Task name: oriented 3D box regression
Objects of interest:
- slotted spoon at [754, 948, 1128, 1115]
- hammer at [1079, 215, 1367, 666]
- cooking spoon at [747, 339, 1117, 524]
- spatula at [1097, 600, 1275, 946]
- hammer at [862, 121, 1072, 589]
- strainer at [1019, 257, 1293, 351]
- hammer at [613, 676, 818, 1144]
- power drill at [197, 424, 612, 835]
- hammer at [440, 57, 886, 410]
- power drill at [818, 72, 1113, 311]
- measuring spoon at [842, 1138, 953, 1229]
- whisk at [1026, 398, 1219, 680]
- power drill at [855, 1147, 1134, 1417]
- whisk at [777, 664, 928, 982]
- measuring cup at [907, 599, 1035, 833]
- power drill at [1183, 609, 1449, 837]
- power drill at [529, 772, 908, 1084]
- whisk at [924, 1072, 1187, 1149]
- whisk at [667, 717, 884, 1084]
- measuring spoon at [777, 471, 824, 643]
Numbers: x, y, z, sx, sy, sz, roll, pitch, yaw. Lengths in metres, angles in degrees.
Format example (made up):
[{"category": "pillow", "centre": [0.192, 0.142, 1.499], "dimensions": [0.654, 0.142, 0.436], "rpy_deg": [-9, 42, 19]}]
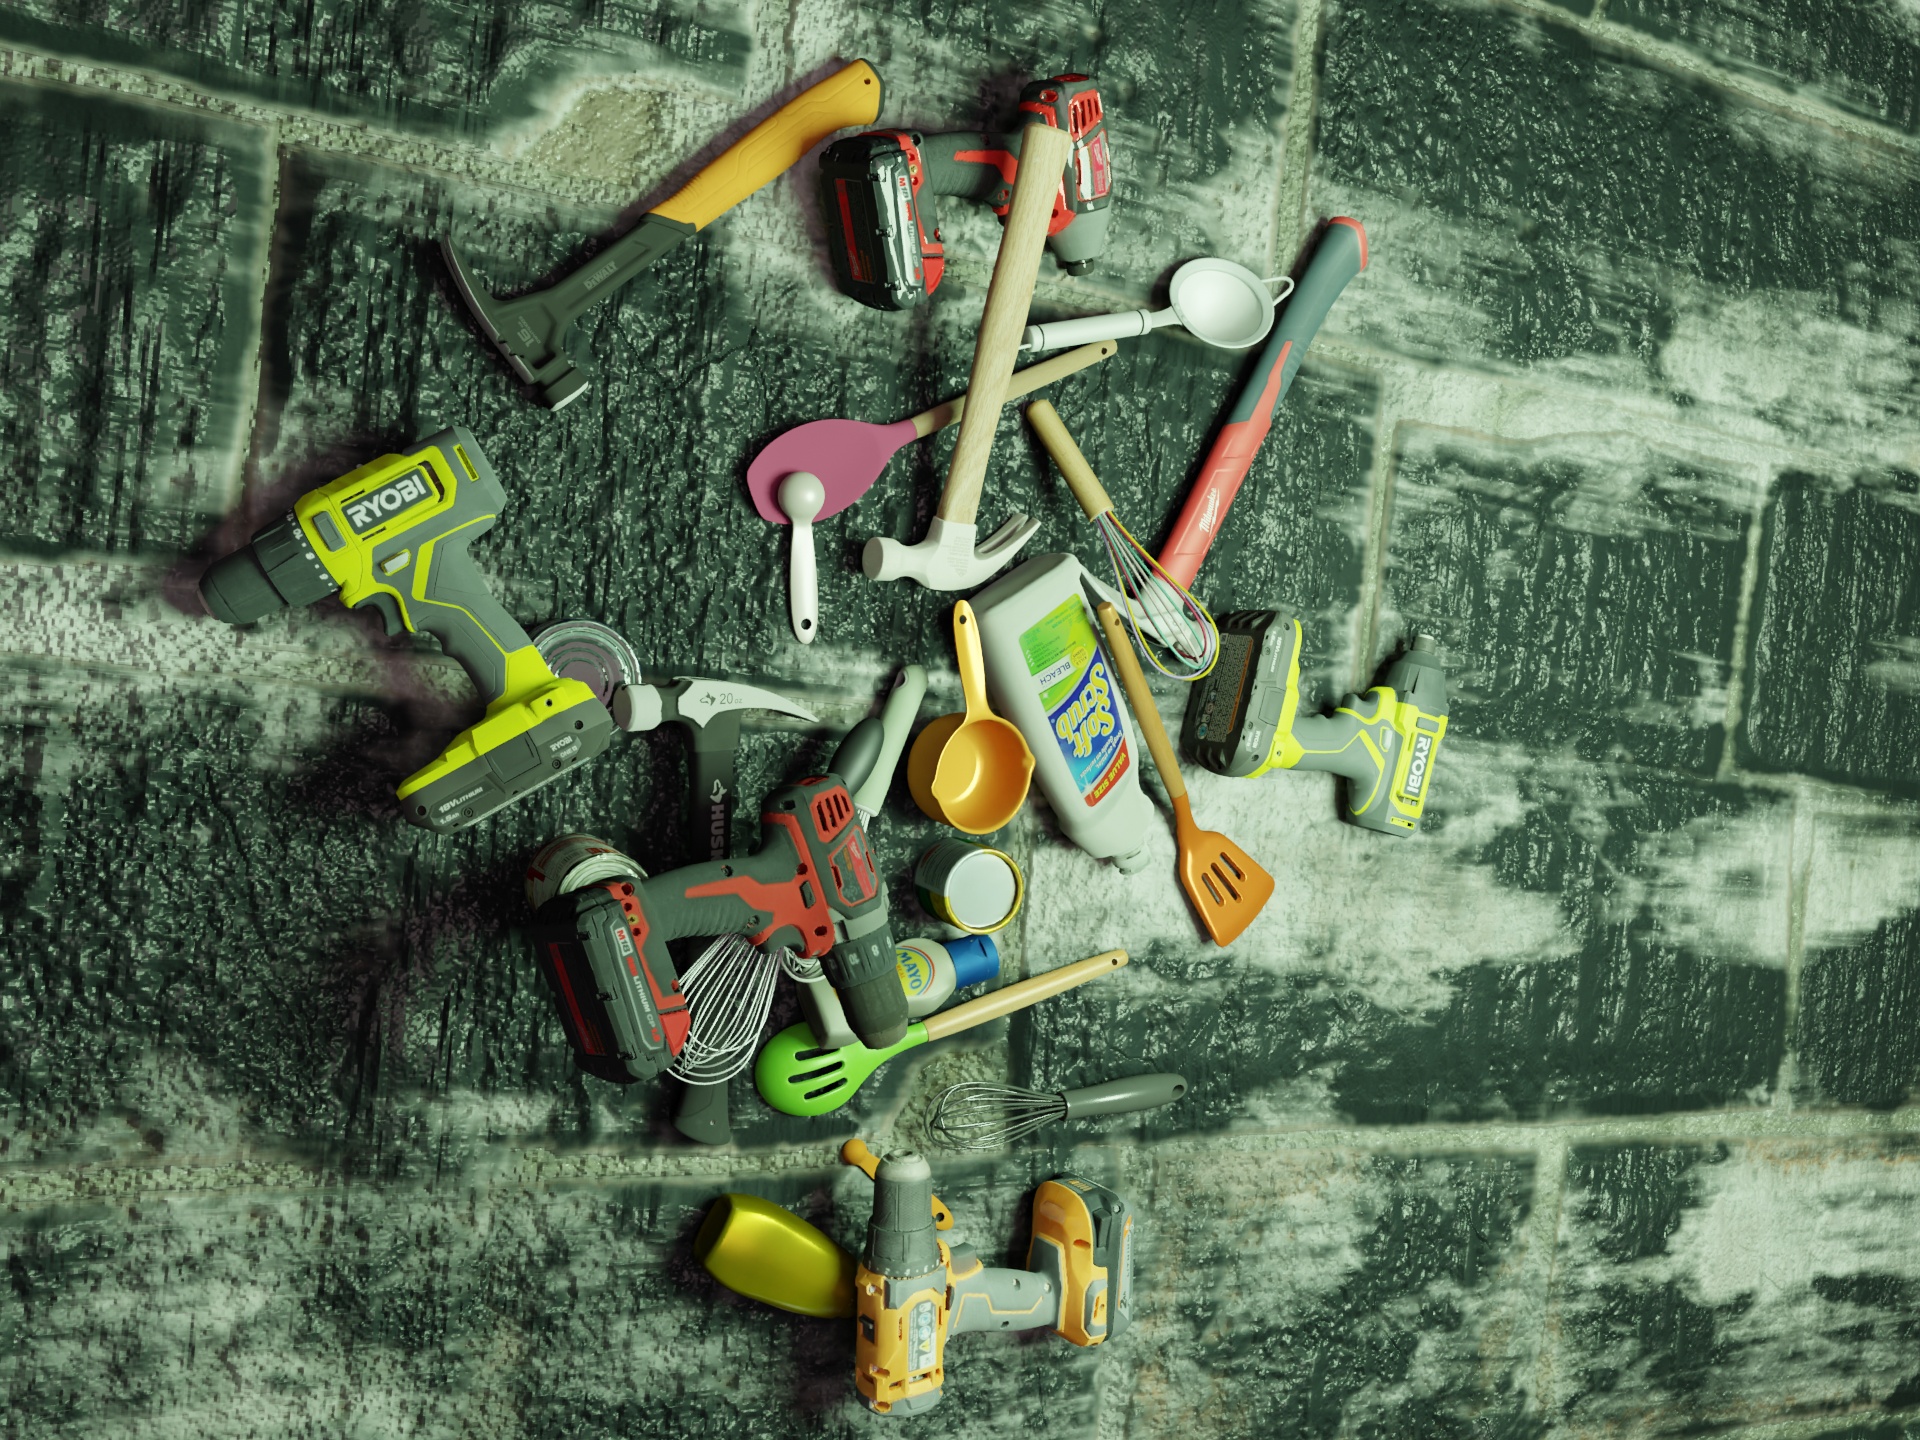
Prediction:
[{"category": "slotted spoon", "centre": [-0.005, 0.227, 1.211], "dimensions": [0.313, 0.031, 0.070], "rpy_deg": [-16, 95, -24]}, {"category": "hammer", "centre": [0.218, -0.245, 1.274], "dimensions": [0.143, 0.038, 0.386], "rpy_deg": [30, 81, -22]}, {"category": "cooking spoon", "centre": [-0.014, -0.225, 1.180], "dimensions": [0.319, 0.017, 0.068], "rpy_deg": [-27, 113, -20]}, {"category": "spatula", "centre": [0.170, 0.040, 1.244], "dimensions": [0.081, 0.041, 0.322], "rpy_deg": [-43, 127, -25]}, {"category": "hammer", "centre": [0.025, -0.253, 1.138], "dimensions": [0.130, 0.031, 0.331], "rpy_deg": [2, 111, -35]}, {"category": "strainer", "centre": [0.144, -0.308, 1.224], "dimensions": [0.258, 0.050, 0.087], "rpy_deg": [-15, 70, -26]}, {"category": "hammer", "centre": [-0.172, 0.136, 1.114], "dimensions": [0.146, 0.035, 0.334], "rpy_deg": [-4, 100, -40]}, {"category": "power drill", "centre": [-0.341, -0.047, 0.994], "dimensions": [0.190, 0.080, 0.228], "rpy_deg": [-30, 92, -9]}, {"category": "hammer", "centre": [-0.186, -0.358, 1.084], "dimensions": [0.337, 0.034, 0.127], "rpy_deg": [-42, 110, -17]}, {"category": "power drill", "centre": [0.017, -0.373, 1.147], "dimensions": [0.219, 0.079, 0.143], "rpy_deg": [-25, 122, -26]}, {"category": "measuring spoon", "centre": [-0.045, 0.355, 1.209], "dimensions": [0.116, 0.011, 0.021], "rpy_deg": [43, 76, -21]}, {"category": "whisk", "centre": [0.121, -0.138, 1.194], "dimensions": [0.051, 0.047, 0.245], "rpy_deg": [-22, 78, -42]}, {"category": "power drill", "centre": [0.022, 0.398, 1.187], "dimensions": [0.226, 0.084, 0.185], "rpy_deg": [-2, 95, -35]}, {"category": "whisk", "centre": [-0.074, 0.072, 1.154], "dimensions": [0.059, 0.058, 0.246], "rpy_deg": [29, 74, -32]}, {"category": "measuring cup", "centre": [-0.002, -0.004, 1.174], "dimensions": [0.095, 0.052, 0.173], "rpy_deg": [-15, 103, -34]}, {"category": "power drill", "centre": [0.304, -0.008, 1.312], "dimensions": [0.223, 0.080, 0.171], "rpy_deg": [16, 87, -28]}, {"category": "power drill", "centre": [-0.136, 0.152, 1.008], "dimensions": [0.226, 0.080, 0.188], "rpy_deg": [-22, 97, -37]}, {"category": "whisk", "centre": [0.080, 0.299, 1.247], "dimensions": [0.239, 0.055, 0.055], "rpy_deg": [-1, 94, -29]}, {"category": "whisk", "centre": [-0.124, 0.117, 1.095], "dimensions": [0.070, 0.070, 0.285], "rpy_deg": [36, 68, -22]}, {"category": "measuring spoon", "centre": [-0.110, -0.115, 1.137], "dimensions": [0.034, 0.018, 0.124], "rpy_deg": [-6, 103, -23]}]
